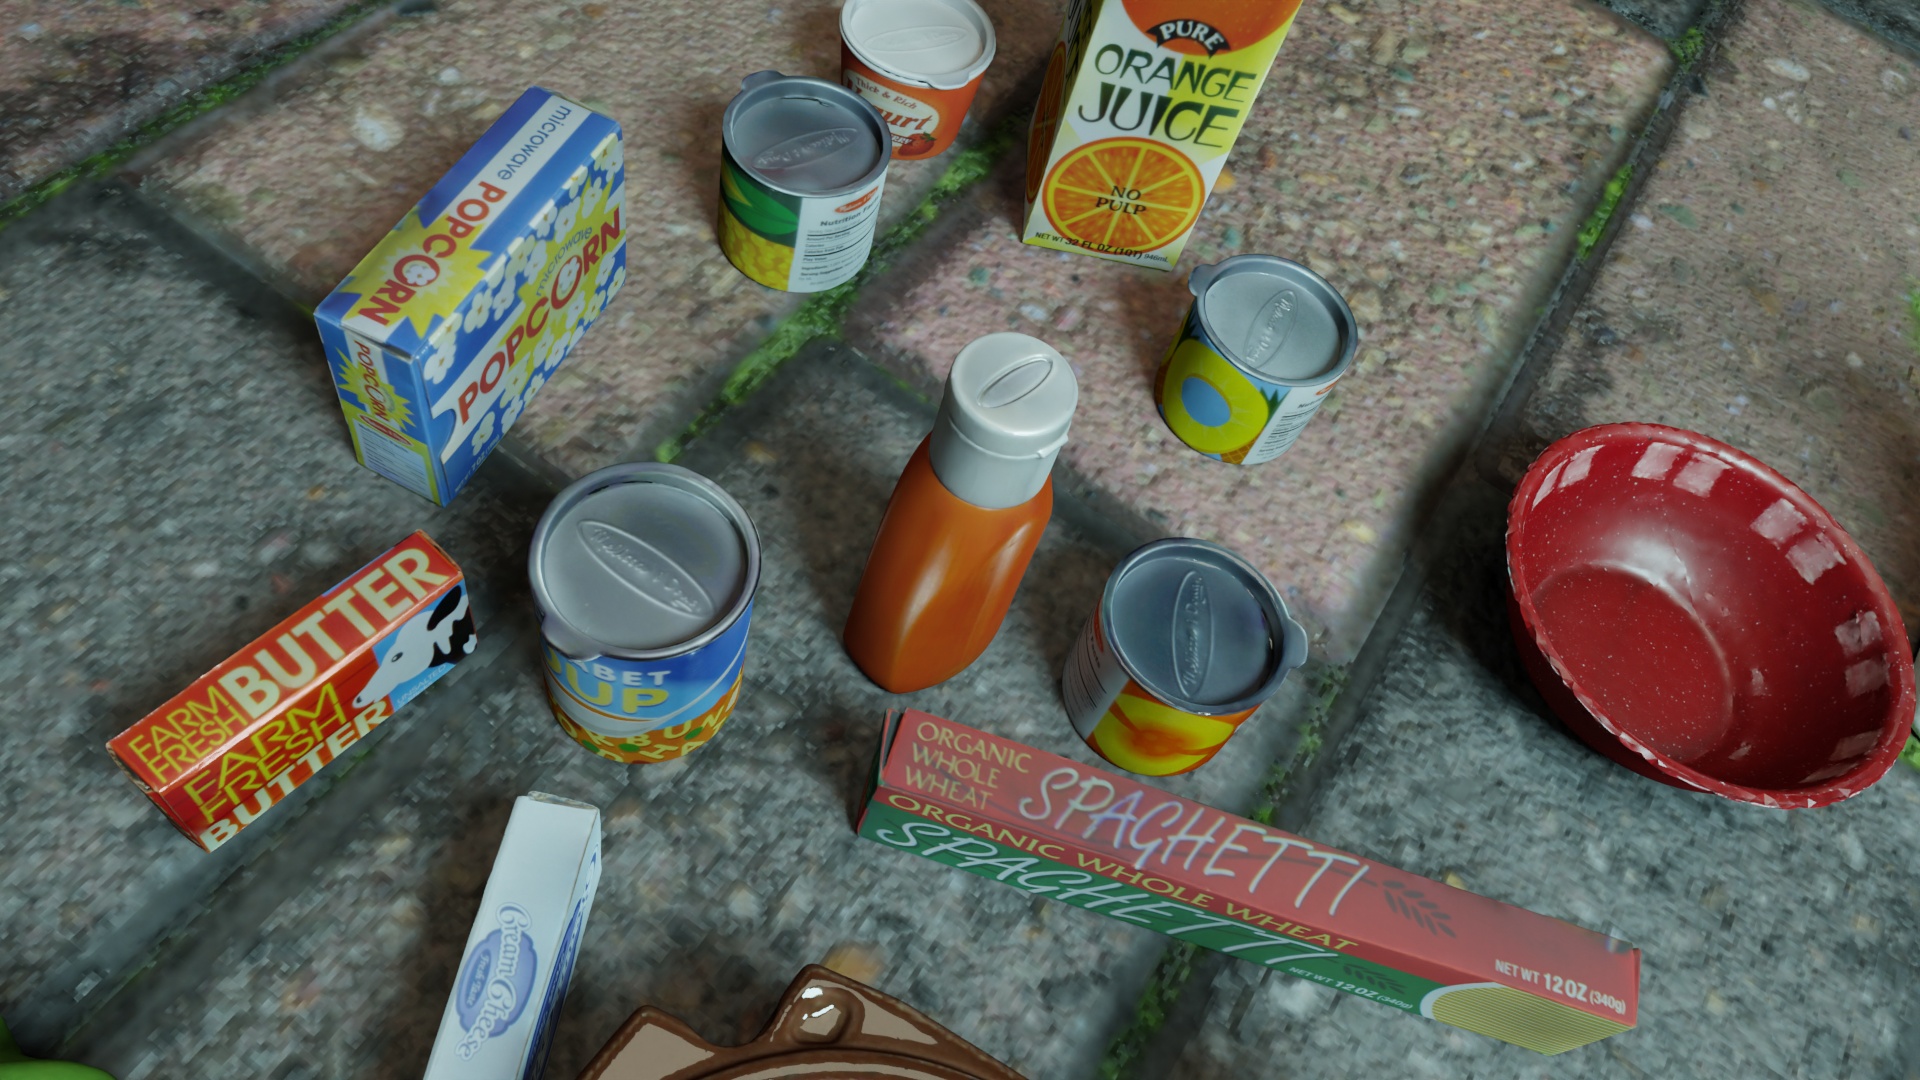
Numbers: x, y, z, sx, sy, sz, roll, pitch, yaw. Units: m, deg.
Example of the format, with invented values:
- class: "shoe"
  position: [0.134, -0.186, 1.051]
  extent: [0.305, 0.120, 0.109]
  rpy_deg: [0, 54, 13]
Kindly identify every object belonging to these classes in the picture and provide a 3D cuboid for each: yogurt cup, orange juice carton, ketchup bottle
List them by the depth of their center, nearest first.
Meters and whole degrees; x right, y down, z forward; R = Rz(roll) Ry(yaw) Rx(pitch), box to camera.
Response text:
- class: "ketchup bottle"
  position: [0.002, -0.006, 0.440]
  extent: [0.065, 0.148, 0.043]
  rpy_deg: [-35, 72, -29]
- class: "orange juice carton"
  position: [0.082, -0.203, 0.554]
  extent: [0.072, 0.191, 0.073]
  rpy_deg: [9, 58, -8]
- class: "yogurt cup"
  position: [-0.023, -0.207, 0.615]
  extent: [0.072, 0.053, 0.073]
  rpy_deg: [6, 58, -10]

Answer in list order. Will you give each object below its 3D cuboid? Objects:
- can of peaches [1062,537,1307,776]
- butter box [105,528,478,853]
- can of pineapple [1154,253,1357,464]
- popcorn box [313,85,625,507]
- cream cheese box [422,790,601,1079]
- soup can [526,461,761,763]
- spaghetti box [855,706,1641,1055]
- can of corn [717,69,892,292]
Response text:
- class: "can of peaches"
  position: [0.076, 0.042, 0.482]
  extent: [0.071, 0.057, 0.071]
  rpy_deg: [6, 58, -10]
- class: "butter box"
  position: [-0.195, 0.045, 0.419]
  extent: [0.024, 0.052, 0.104]
  rpy_deg: [41, 59, 12]
- class: "can of pineapple"
  position: [0.117, -0.074, 0.563]
  extent: [0.071, 0.057, 0.071]
  rpy_deg: [6, 58, -10]
- class: "popcorn box"
  position: [-0.165, -0.087, 0.488]
  extent: [0.038, 0.084, 0.127]
  rpy_deg: [25, 57, 3]
- class: "cream cheese box"
  position: [-0.125, 0.128, 0.384]
  extent: [0.024, 0.053, 0.104]
  rpy_deg: [13, 57, -6]
- class: "soup can"
  position: [-0.101, 0.027, 0.434]
  extent: [0.071, 0.083, 0.071]
  rpy_deg: [6, 58, -10]
- class: "spaghetti box"
  position: [0.088, 0.112, 0.447]
  extent: [0.250, 0.050, 0.029]
  rpy_deg: [18, 57, -2]
- class: "can of corn"
  position: [-0.066, -0.145, 0.564]
  extent: [0.071, 0.058, 0.071]
  rpy_deg: [6, 58, -10]
